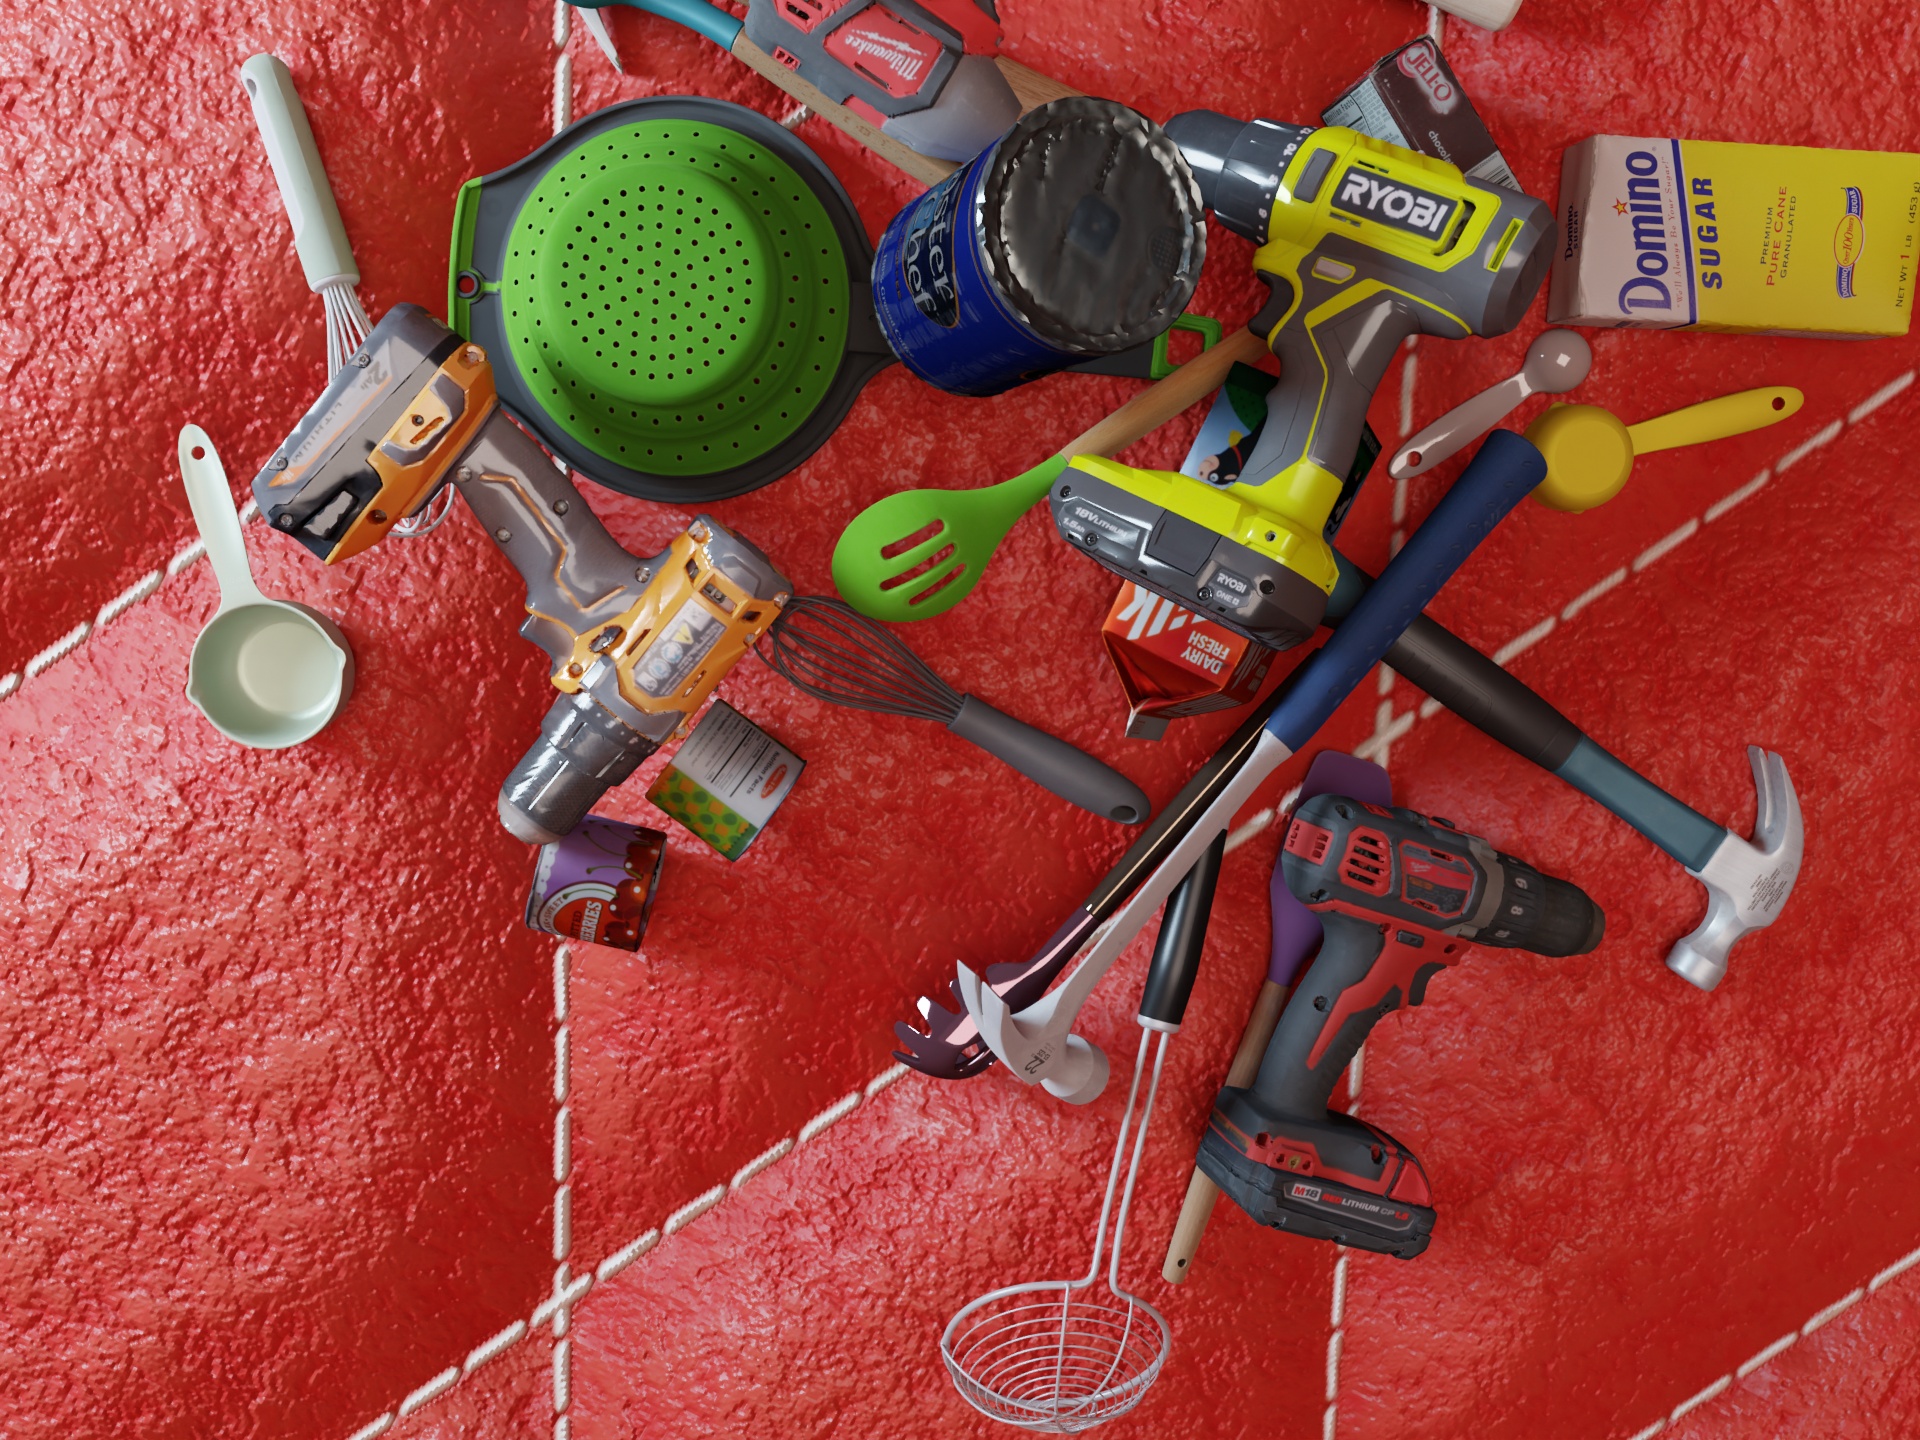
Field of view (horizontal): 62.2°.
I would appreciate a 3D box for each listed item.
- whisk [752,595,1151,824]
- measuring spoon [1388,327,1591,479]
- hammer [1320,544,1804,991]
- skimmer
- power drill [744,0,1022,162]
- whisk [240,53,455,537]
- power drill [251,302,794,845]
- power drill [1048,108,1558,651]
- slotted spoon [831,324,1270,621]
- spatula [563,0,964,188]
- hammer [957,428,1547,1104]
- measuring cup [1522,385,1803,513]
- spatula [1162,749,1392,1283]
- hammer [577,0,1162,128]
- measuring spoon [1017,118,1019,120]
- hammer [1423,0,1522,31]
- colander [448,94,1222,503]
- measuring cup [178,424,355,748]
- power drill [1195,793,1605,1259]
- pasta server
[{"bbox_3d":[-0.002,-0.002,0.842,0.239,0.055,0.055,28,96,-11],"label":"whisk"},{"bbox_3d":[0.282,-0.165,0.844,0.124,0.018,0.034,-34,99,3],"label":"measuring spoon"},{"bbox_3d":[0.317,0.010,0.865,0.331,0.033,0.128,33,96,-7],"label":"hammer"},{"bbox_3d":[0.085,0.223,0.887,0.127,0.090,0.363,15,87,-12],"label":"skimmer"},{"bbox_3d":[0.015,-0.366,0.716,0.143,0.079,0.219,31,99,-13],"label":"power drill"},{"bbox_3d":[-0.311,-0.210,0.795,0.059,0.058,0.246,-20,96,-35],"label":"whisk"},{"bbox_3d":[-0.220,-0.063,0.761,0.226,0.084,0.185,39,93,-18],"label":"power drill"},{"bbox_3d":[0.137,-0.166,0.739,0.191,0.080,0.228,29,94,23],"label":"power drill"},{"bbox_3d":[0.074,-0.145,0.805,0.314,0.031,0.070,-33,120,-4],"label":"slotted spoon"},{"bbox_3d":[-0.084,-0.313,0.758,0.317,0.044,0.082,31,89,-8],"label":"spatula"},{"bbox_3d":[0.151,0.017,0.796,0.405,0.035,0.143,-50,142,-1],"label":"hammer"},{"bbox_3d":[0.376,-0.152,0.844,0.156,0.029,0.062,-15,99,2],"label":"measuring cup"},{"bbox_3d":[0.172,0.170,0.889,0.059,0.018,0.316,18,96,-8],"label":"spatula"},{"bbox_3d":[-0.048,-0.343,0.794,0.331,0.031,0.130,23,96,-6],"label":"hammer"},{"bbox_3d":[0.017,-0.298,0.782,0.021,0.011,0.117,-25,103,2],"label":"measuring spoon"},{"bbox_3d":[0.084,-0.418,0.776,0.410,0.038,0.146,18,83,-7],"label":"hammer"},{"bbox_3d":[-0.061,-0.202,0.782,0.397,0.094,0.204,4,98,-3],"label":"colander"},{"bbox_3d":[-0.364,-0.069,0.817,0.083,0.038,0.167,-15,97,-1],"label":"measuring cup"},{"bbox_3d":[0.239,0.165,0.857,0.187,0.080,0.227,17,92,-16],"label":"power drill"},{"bbox_3d":[0.084,0.079,0.850,0.316,0.040,0.060,-48,138,2],"label":"pasta server"}]
